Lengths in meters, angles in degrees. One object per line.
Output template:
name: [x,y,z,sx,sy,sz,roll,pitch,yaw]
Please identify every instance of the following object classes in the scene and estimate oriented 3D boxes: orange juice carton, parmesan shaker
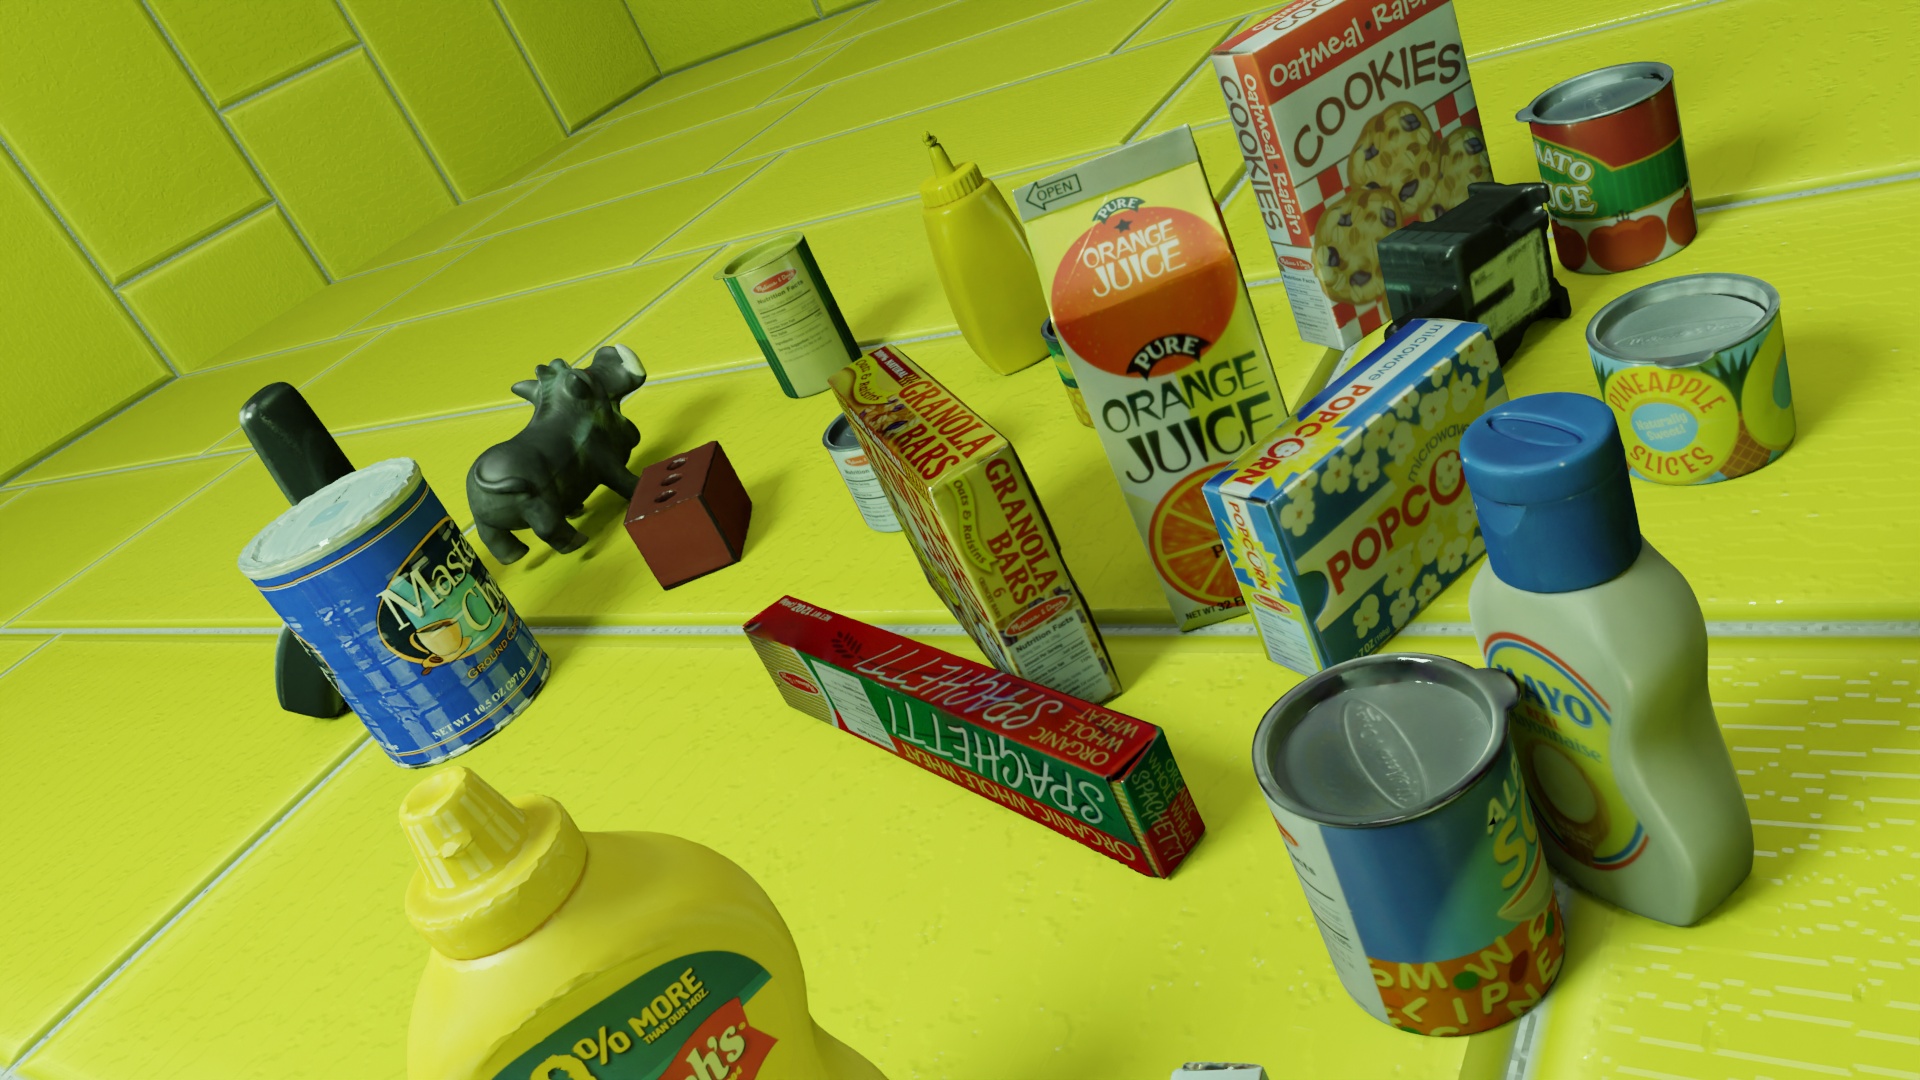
orange juice carton: [0.089,-0.066,0.558,0.072,0.192,0.073,-19,28,14]
parmesan shaker: [-0.124,-0.162,1.008,0.071,0.102,0.071,-20,27,11]

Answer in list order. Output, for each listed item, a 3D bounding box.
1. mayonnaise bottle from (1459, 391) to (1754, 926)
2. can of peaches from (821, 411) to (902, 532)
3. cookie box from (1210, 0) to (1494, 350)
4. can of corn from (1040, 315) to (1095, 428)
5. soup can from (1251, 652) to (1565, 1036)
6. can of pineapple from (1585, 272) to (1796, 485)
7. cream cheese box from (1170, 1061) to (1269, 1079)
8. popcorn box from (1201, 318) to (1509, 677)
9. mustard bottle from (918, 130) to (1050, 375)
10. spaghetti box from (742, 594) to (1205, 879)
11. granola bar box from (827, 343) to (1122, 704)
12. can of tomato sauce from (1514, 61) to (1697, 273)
mayonnaise bottle: [0.166,0.032,0.367,0.041,0.147,0.065,-34,28,-15]
can of peaches: [-0.034,-0.047,0.777,0.071,0.058,0.071,-20,27,11]
cookie box: [0.211,-0.204,0.727,0.123,0.166,0.040,-33,27,-14]
can of corn: [0.087,-0.103,0.773,0.071,0.058,0.071,-20,27,11]
soup can: [0.127,0.082,0.382,0.071,0.083,0.072,-20,27,11]
can of pineapple: [0.281,-0.061,0.535,0.071,0.057,0.071,-20,27,11]
cream cheese box: [0.059,0.176,0.307,0.024,0.053,0.104,-12,30,25]
popcorn box: [0.159,-0.017,0.530,0.127,0.085,0.038,-37,29,-21]
mustard bottle: [0.012,-0.184,0.868,0.065,0.159,0.049,-28,27,-5]
spaghetti box: [-0.007,0.070,0.555,0.029,0.050,0.250,-40,30,-26]
granola bar box: [0.002,-0.008,0.604,0.039,0.123,0.166,-29,27,-7]
can of tomato sauce: [0.322,-0.183,0.689,0.071,0.082,0.071,-20,27,11]
